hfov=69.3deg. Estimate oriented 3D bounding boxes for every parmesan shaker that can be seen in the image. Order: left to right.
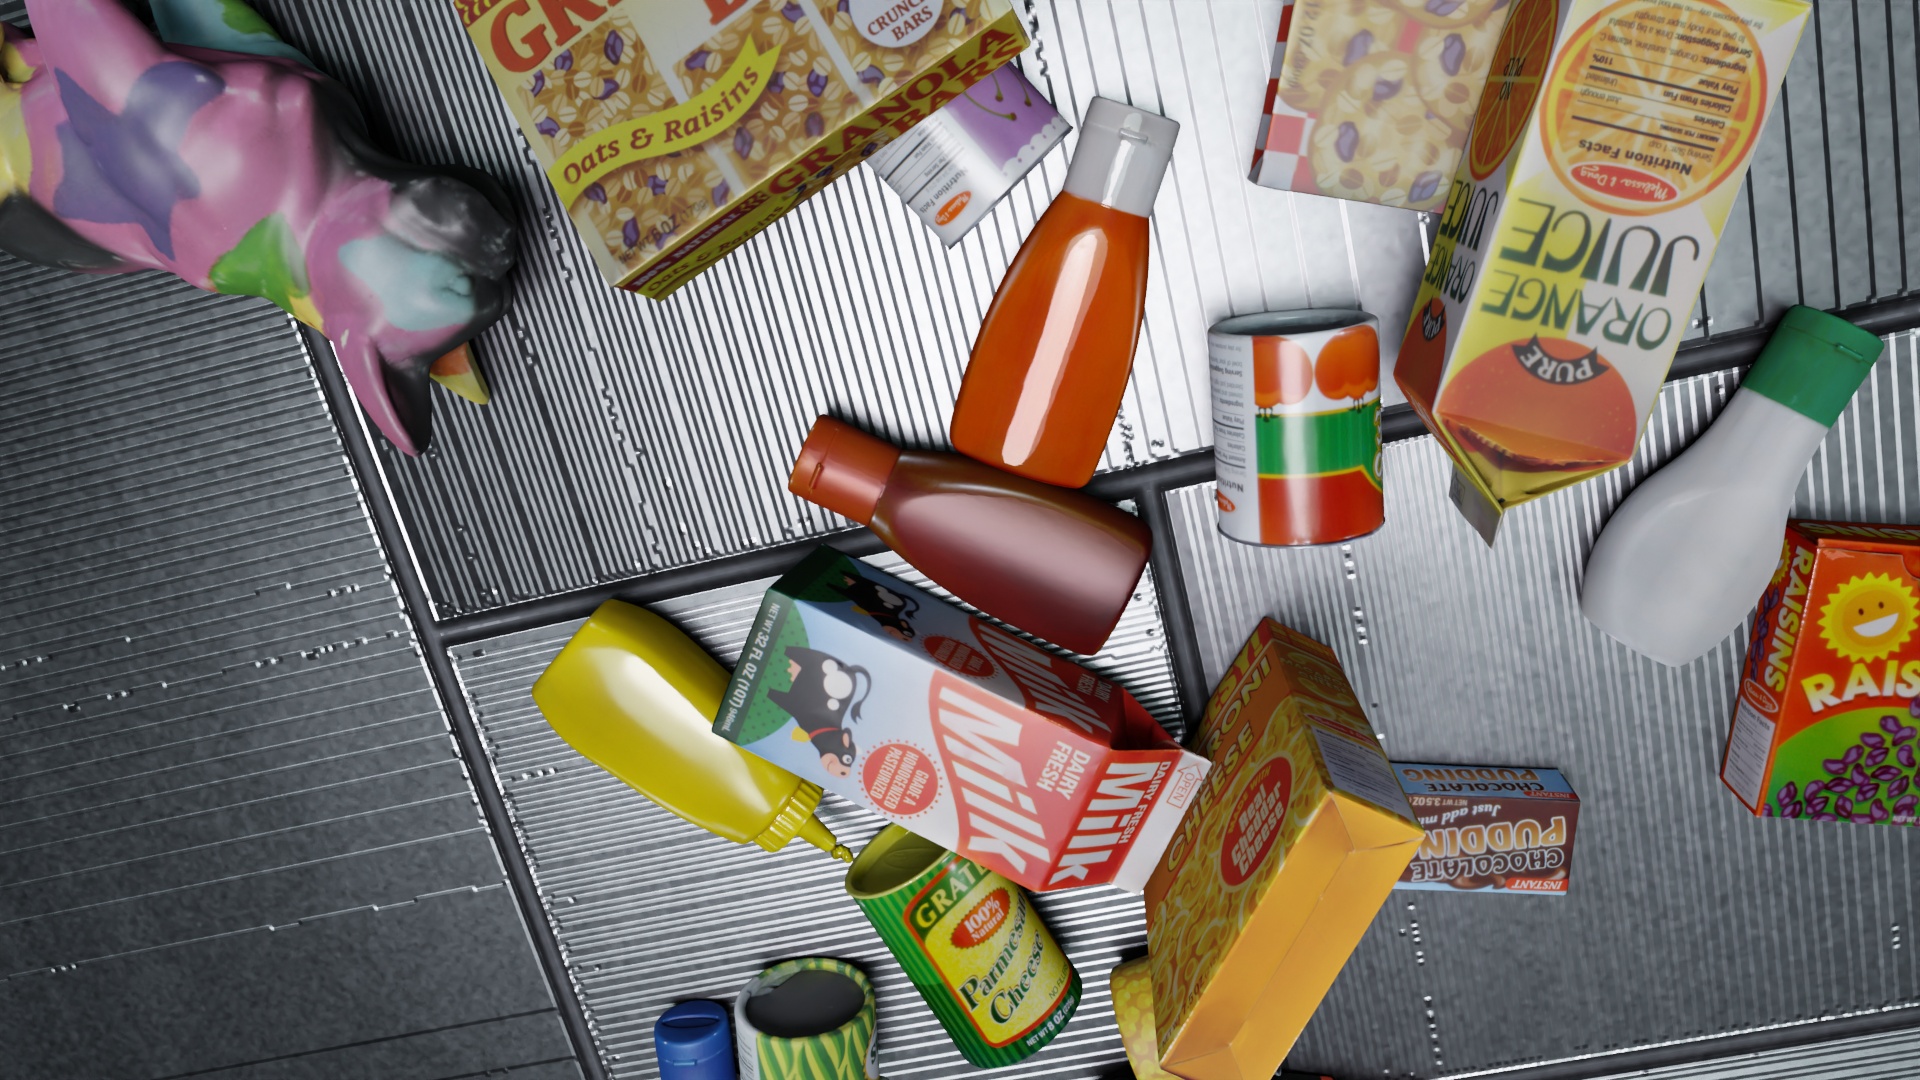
[{"bbox_3d":[0.005,0.176,0.630,0.071,0.071,0.103,-29,104,12],"label":"parmesan shaker"}]

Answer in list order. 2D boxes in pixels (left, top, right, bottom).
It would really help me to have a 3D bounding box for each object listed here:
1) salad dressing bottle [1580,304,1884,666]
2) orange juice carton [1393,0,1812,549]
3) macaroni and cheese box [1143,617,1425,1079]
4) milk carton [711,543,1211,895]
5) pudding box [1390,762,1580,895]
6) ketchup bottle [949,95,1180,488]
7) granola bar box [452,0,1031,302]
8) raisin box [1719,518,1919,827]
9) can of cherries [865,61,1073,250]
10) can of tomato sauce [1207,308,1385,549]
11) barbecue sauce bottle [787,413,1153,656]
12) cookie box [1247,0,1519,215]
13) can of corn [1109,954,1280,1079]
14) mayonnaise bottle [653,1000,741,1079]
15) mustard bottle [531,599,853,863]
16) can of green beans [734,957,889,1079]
[{"bbox_3d":[0.311,-0.021,0.560,0.064,0.044,0.147,26,106,-2],"label":"salad dressing bottle"},{"bbox_3d":[0.209,-0.095,0.486,0.073,0.072,0.192,13,109,1],"label":"orange juice carton"},{"bbox_3d":[0.117,0.116,0.549,0.040,0.167,0.123,25,107,-4],"label":"macaroni and cheese box"},{"bbox_3d":[0.003,0.080,0.582,0.191,0.074,0.072,26,107,4],"label":"milk carton"},{"bbox_3d":[0.226,0.128,0.618,0.084,0.030,0.049,2,108,3],"label":"pudding box"},{"bbox_3d":[0.046,-0.098,0.553,0.065,0.044,0.148,17,107,-4],"label":"ketchup bottle"},{"bbox_3d":[-0.077,-0.181,0.484,0.165,0.039,0.124,-31,84,12],"label":"granola bar box"},{"bbox_3d":[0.379,0.056,0.581,0.086,0.040,0.123,4,107,4],"label":"raisin box"},{"bbox_3d":[0.000,-0.155,0.529,0.071,0.072,0.058,-43,99,15],"label":"can of cherries"},{"bbox_3d":[0.135,-0.046,0.552,0.071,0.071,0.082,-5,106,5],"label":"can of tomato sauce"},{"bbox_3d":[0.002,-0.007,0.584,0.148,0.044,0.064,24,114,-3],"label":"barbecue sauce bottle"},{"bbox_3d":[0.204,-0.182,0.519,0.167,0.040,0.122,9,108,2],"label":"cookie box"},{"bbox_3d":[0.106,0.217,0.633,0.058,0.071,0.071,-22,105,11],"label":"can of corn"},{"bbox_3d":[-0.124,0.302,0.690,0.065,0.041,0.147,-3,106,3],"label":"mayonnaise bottle"},{"bbox_3d":[-0.111,0.095,0.620,0.160,0.049,0.065,41,105,-9],"label":"mustard bottle"},{"bbox_3d":[-0.071,0.239,0.653,0.071,0.071,0.057,-1,107,4],"label":"can of green beans"}]
